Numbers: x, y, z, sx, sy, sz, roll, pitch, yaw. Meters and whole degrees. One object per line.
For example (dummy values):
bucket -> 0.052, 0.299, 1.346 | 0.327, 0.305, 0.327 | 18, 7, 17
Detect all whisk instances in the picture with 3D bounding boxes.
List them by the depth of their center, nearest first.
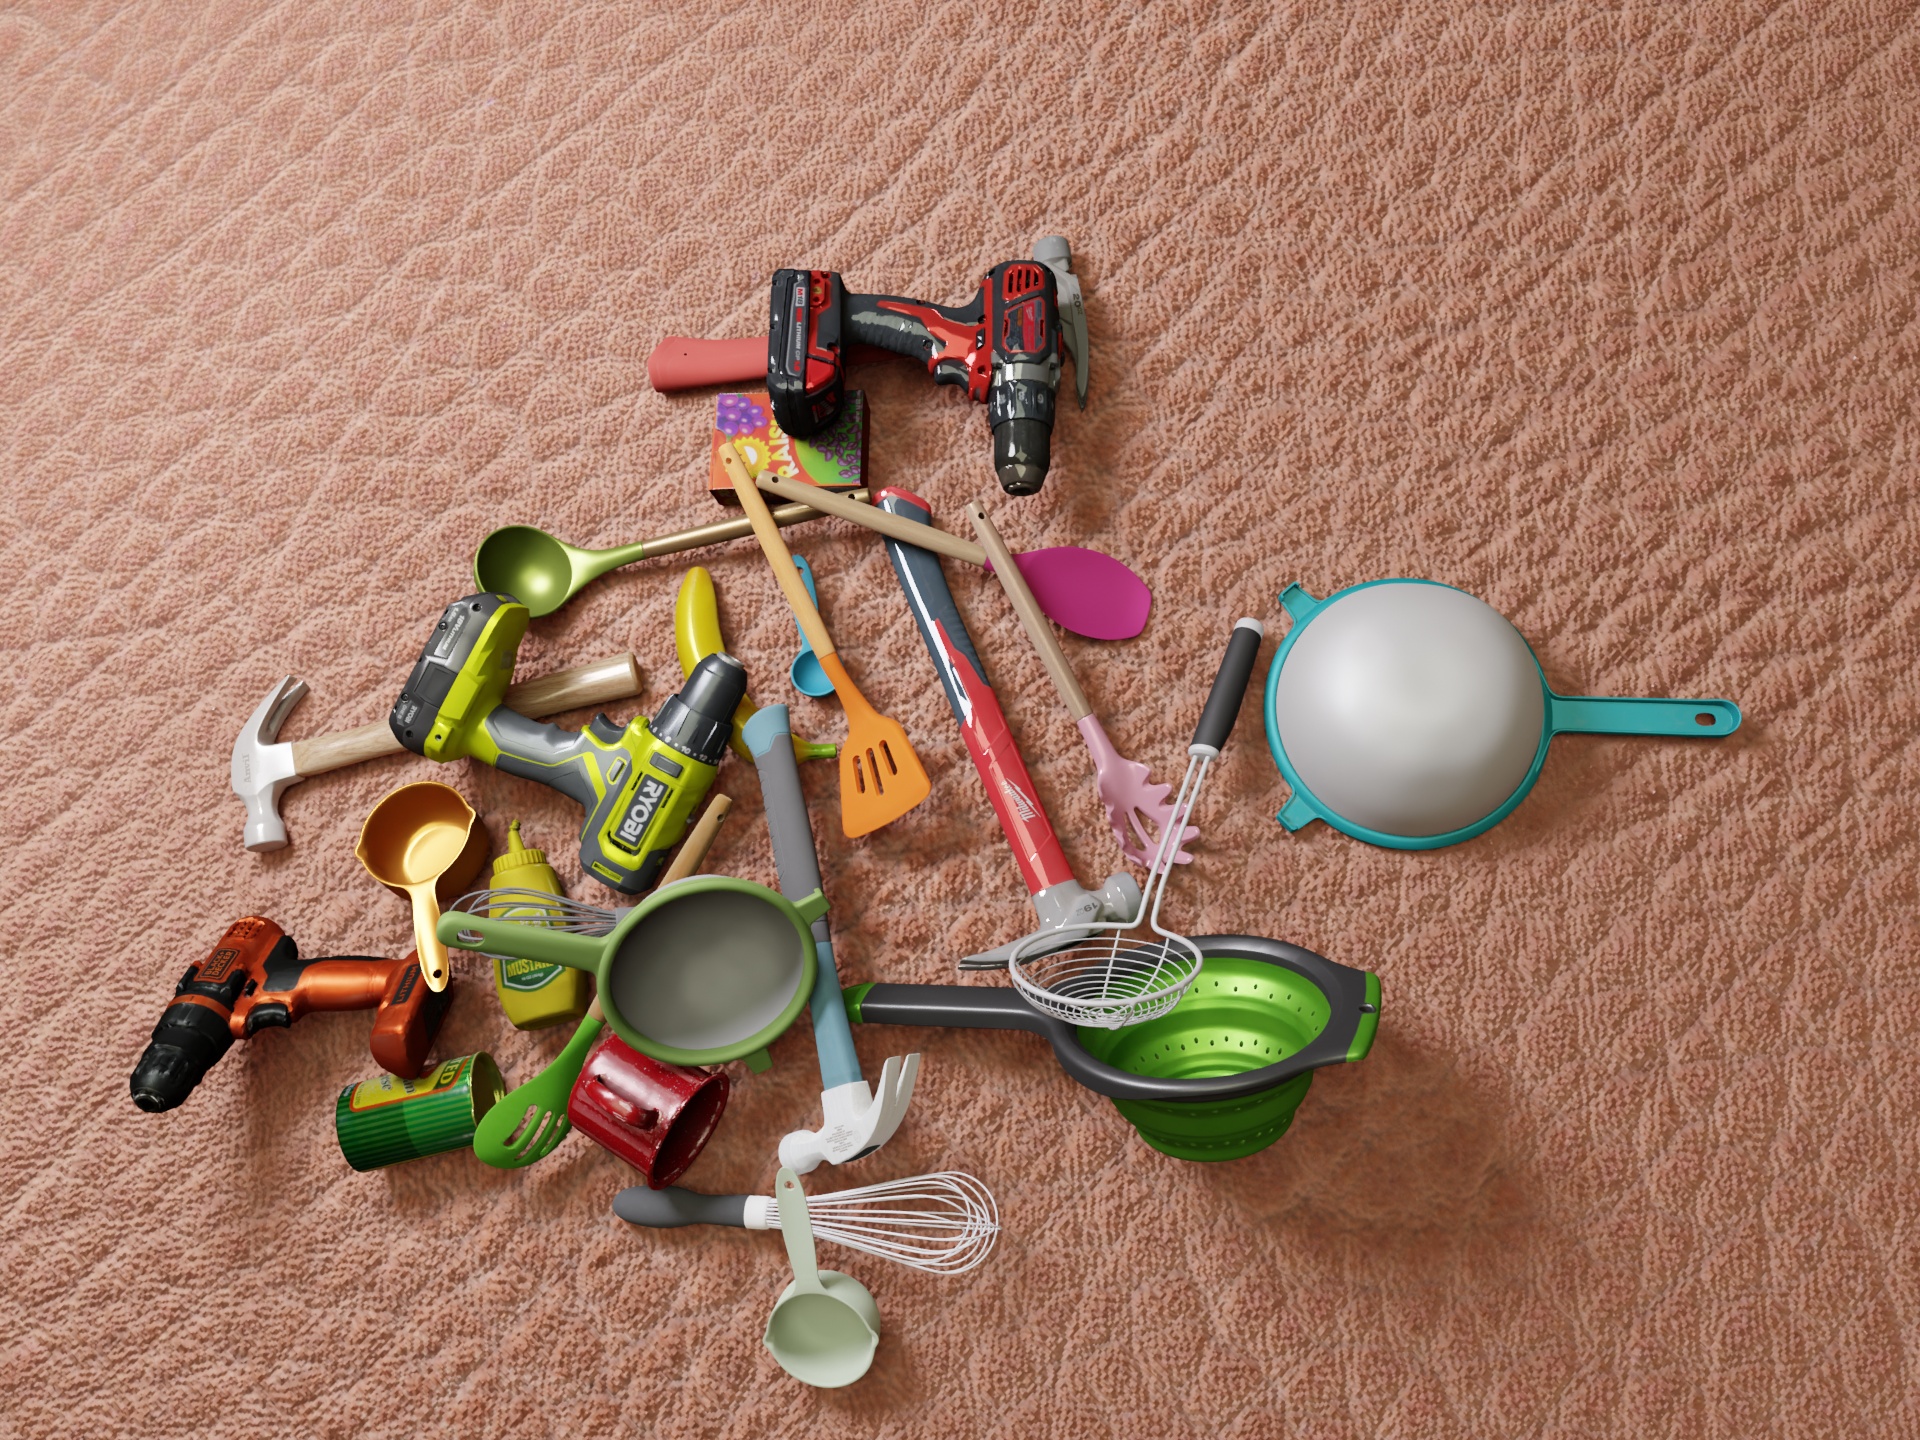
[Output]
whisk -> -0.111, 0.349, 1.123 | 0.284, 0.070, 0.070 | 0, 75, 12
whisk -> -0.250, 0.145, 1.163 | 0.239, 0.055, 0.055 | 0, 74, -18

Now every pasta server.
pasta server -> 0.083, -0.028, 1.189 | 0.060, 0.040, 0.316 | -25, 83, -18

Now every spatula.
spatula -> -0.115, -0.070, 1.207 | 0.081, 0.041, 0.323 | -29, 82, 22

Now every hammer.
hammer -> -0.109, 0.150, 1.146 | 0.128, 0.033, 0.331 | -25, 71, 36
hammer -> -0.002, -0.004, 1.202 | 0.143, 0.038, 0.387 | -19, 72, -14
hammer -> -0.414, 0.001, 1.258 | 0.331, 0.031, 0.130 | -15, 74, 1
hammer -> -0.076, -0.301, 1.302 | 0.359, 0.036, 0.149 | -8, 74, 3

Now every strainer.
strainer -> -0.227, 0.151, 1.091 | 0.256, 0.069, 0.151 | 13, 110, -20
strainer -> 0.394, -0.015, 1.146 | 0.340, 0.095, 0.211 | 2, 75, 8

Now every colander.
colander -> 0.092, 0.235, 1.110 | 0.397, 0.204, 0.094 | -2, 110, 21

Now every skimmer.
skimmer -> 0.145, 0.056, 1.112 | 0.127, 0.090, 0.363 | 6, 57, 31

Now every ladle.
ladle -> -0.227, -0.143, 1.251 | 0.320, 0.062, 0.078 | -12, 81, 6

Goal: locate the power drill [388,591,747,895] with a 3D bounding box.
power drill -> -0.286, -0.003, 1.190 | 0.228, 0.080, 0.190 | 29, 94, 1

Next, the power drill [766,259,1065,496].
power drill -> -0.032, -0.264, 1.231 | 0.226, 0.080, 0.188 | 0, 75, 0

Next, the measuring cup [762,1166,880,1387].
measuring cup -> -0.100, 0.373, 1.087 | 0.083, 0.038, 0.167 | -7, 103, 13

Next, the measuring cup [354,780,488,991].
measuring cup -> -0.394, 0.131, 1.194 | 0.095, 0.052, 0.174 | -19, 62, -1

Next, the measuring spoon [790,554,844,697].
measuring spoon -> -0.119, -0.073, 1.258 | 0.042, 0.021, 0.129 | -12, 65, -1

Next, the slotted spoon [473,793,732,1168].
slotted spoon -> -0.248, 0.190, 1.136 | 0.031, 0.070, 0.314 | 30, 88, 47

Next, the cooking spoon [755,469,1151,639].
cooking spoon -> -0.004, -0.134, 1.224 | 0.319, 0.017, 0.069 | 19, 76, -5
